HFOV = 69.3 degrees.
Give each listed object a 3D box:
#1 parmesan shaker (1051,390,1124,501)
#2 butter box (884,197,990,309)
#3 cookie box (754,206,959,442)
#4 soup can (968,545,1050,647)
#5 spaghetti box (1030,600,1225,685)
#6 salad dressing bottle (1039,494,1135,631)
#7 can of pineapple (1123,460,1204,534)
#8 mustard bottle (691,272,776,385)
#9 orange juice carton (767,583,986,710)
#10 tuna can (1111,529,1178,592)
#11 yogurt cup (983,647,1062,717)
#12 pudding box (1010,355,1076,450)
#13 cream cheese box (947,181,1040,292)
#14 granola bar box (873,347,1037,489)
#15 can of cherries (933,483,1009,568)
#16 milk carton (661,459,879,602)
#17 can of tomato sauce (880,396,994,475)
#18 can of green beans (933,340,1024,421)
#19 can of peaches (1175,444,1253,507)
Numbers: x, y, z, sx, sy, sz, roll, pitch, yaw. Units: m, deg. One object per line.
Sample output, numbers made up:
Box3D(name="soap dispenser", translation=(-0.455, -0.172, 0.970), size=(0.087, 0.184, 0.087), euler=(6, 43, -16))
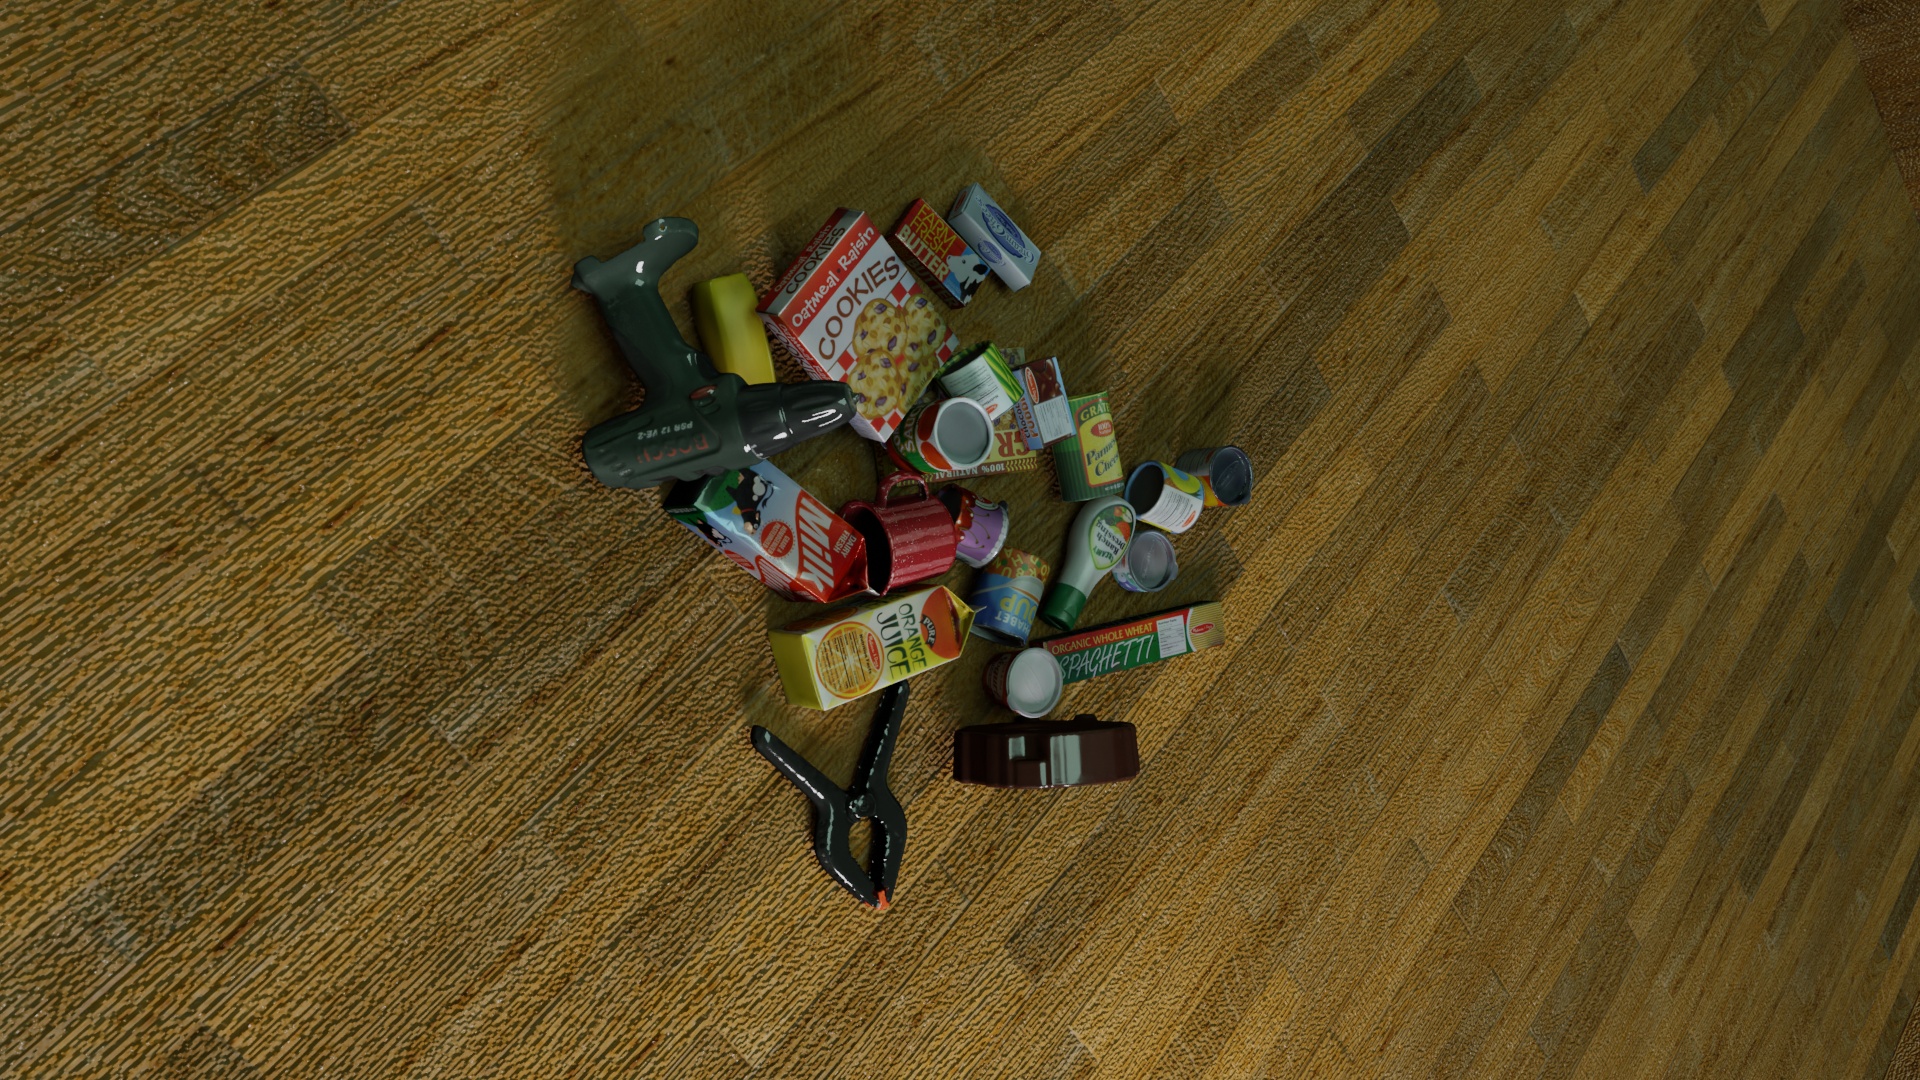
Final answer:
Box3D(name="parmesan shaker", translation=(0.128, -0.097, 1.417), size=(0.071, 0.071, 0.103), euler=(-17, 99, -33))
Box3D(name="butter box", translation=(-0.022, -0.277, 1.346), size=(0.103, 0.024, 0.053), euler=(41, 67, -26))
Box3D(name="cookie box", translation=(-0.088, -0.187, 1.217), size=(0.123, 0.040, 0.167), euler=(-55, 132, -17))
Box3D(name="soup can", translation=(0.047, 0.055, 1.354), size=(0.071, 0.071, 0.084), euler=(28, 74, -30))
Box3D(name="spaghetti box", translation=(0.180, 0.107, 1.468), size=(0.251, 0.028, 0.050), euler=(-10, 94, -34))
Box3D(name="salad dressing bottle", translation=(0.130, 0.023, 1.428), size=(0.064, 0.044, 0.148), euler=(40, 68, -28))
Box3D(name="can of pineapple", translation=(0.215, -0.047, 1.476), size=(0.058, 0.071, 0.071), euler=(20, 78, -32))
Box3D(name="mustard bottle", translation=(-0.190, -0.151, 1.209), size=(0.049, 0.065, 0.159), euler=(-21, 106, -27))
Box3D(name="orange juice carton", translation=(-0.070, 0.088, 1.274), size=(0.193, 0.071, 0.073), euler=(-19, 100, -33))
Box3D(name="tuna can", translation=(0.196, 0.023, 1.479), size=(0.071, 0.033, 0.071), euler=(1, 88, -34))
Box3D(name="yogurt cup", translation=(0.059, 0.139, 1.371), size=(0.072, 0.054, 0.072), euler=(1, 88, -34))
Box3D(name="pudding box", translation=(0.078, -0.135, 1.359), size=(0.050, 0.030, 0.083), euler=(-24, 102, -35))
Box3D(name="cream cheese box", translation=(0.035, -0.300, 1.375), size=(0.103, 0.024, 0.054), euler=(43, 45, -25))
Box3D(name="granola bar box", translation=(-0.008, -0.120, 1.342), size=(0.166, 0.039, 0.124), euler=(-9, 93, -34))
Box3D(name="can of cherries", translation=(0.005, -0.017, 1.331), size=(0.058, 0.071, 0.071), euler=(25, 75, -30))
Box3D(name="milk carton", translation=(-0.157, -0.004, 1.218), size=(0.190, 0.072, 0.074), euler=(40, 68, -27))
Box3D(name="can of tomato sauce", translation=(-0.021, -0.095, 1.257), size=(0.071, 0.083, 0.071), euler=(1, 88, -34))
Box3D(name="can of green beans", translation=(0.017, -0.145, 1.295), size=(0.071, 0.071, 0.057), euler=(-44, 111, -27))
Box3D(name="can of peaches", translation=(0.278, -0.068, 1.522), size=(0.071, 0.058, 0.071), euler=(1, 88, -35))
